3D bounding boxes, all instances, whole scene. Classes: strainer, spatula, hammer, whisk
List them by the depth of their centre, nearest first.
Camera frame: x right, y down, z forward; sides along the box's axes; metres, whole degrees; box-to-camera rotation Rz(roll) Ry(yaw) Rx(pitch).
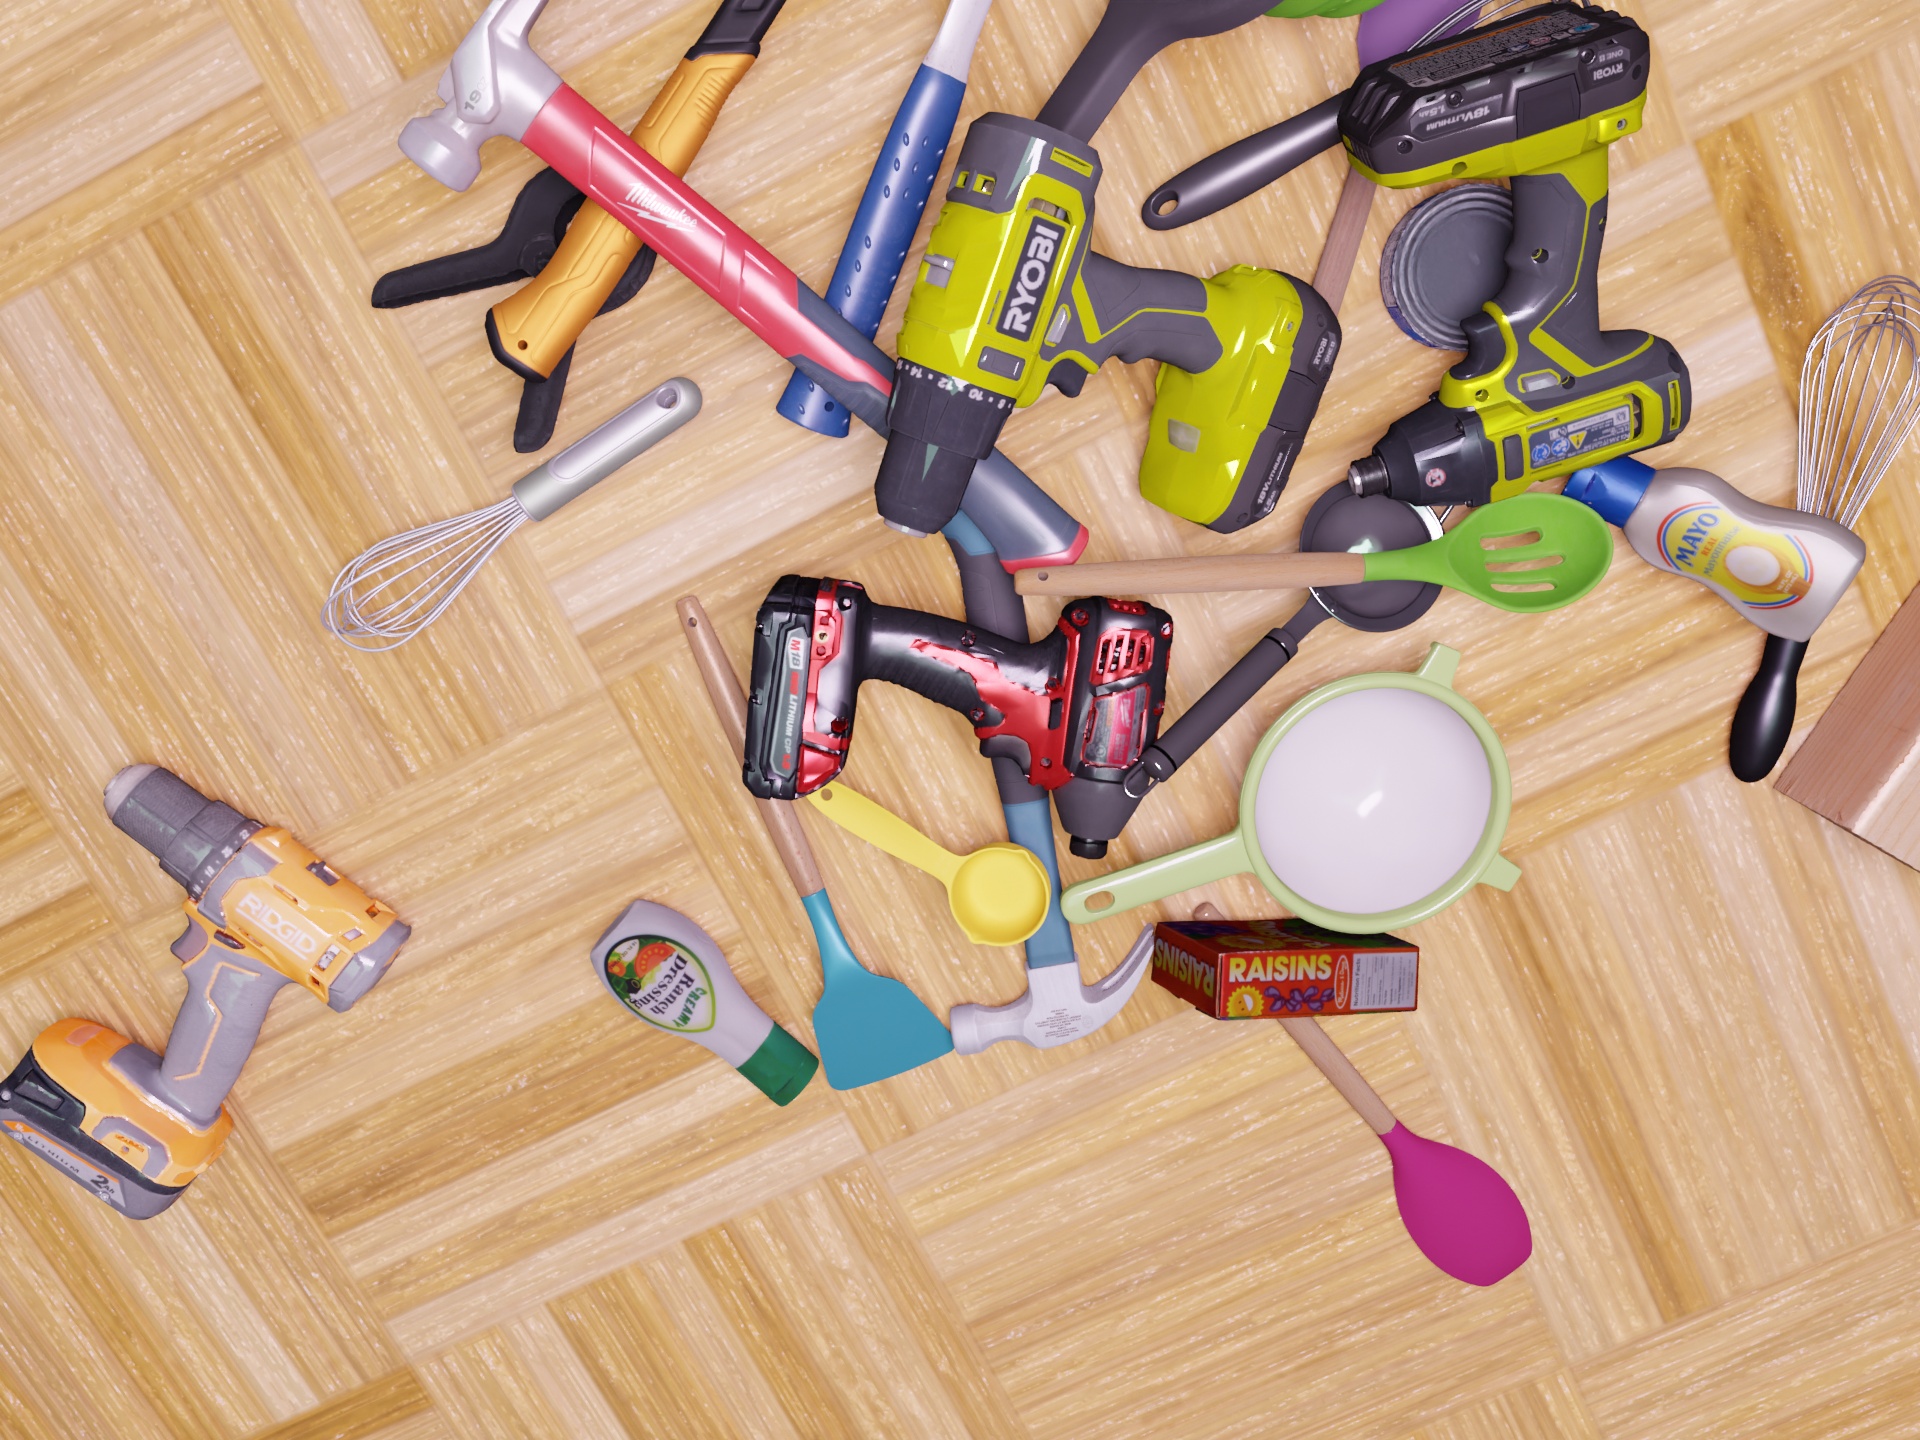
[{"bbox_3d":[-0.075,-0.213,0.795,0.386,0.038,0.143,37,101,-18],"label":"hammer"},{"bbox_3d":[-0.009,-0.337,0.795,0.144,0.035,0.405,10,114,-34],"label":"hammer"},{"bbox_3d":[-0.128,-0.313,0.808,0.127,0.034,0.337,35,94,-10],"label":"hammer"},{"bbox_3d":[0.203,-0.309,0.814,0.239,0.055,0.055,-22,103,18],"label":"whisk"},{"bbox_3d":[0.213,-0.277,0.847,0.060,0.018,0.316,16,102,1],"label":"spatula"},{"bbox_3d":[0.176,-0.046,0.857,0.258,0.050,0.087,-42,93,-16],"label":"strainer"},{"bbox_3d":[0.470,-0.099,0.874,0.070,0.070,0.284,8,108,-2],"label":"whisk"},{"bbox_3d":[-0.246,-0.116,0.875,0.246,0.059,0.058,-33,74,3],"label":"whisk"},{"bbox_3d":[0.177,0.057,0.901,0.256,0.069,0.151,-20,106,5],"label":"strainer"},{"bbox_3d":[0.034,0.032,0.915,0.128,0.033,0.331,-9,103,3],"label":"hammer"},{"bbox_3d":[-0.097,0.075,0.932,0.082,0.044,0.317,-21,98,6],"label":"spatula"}]

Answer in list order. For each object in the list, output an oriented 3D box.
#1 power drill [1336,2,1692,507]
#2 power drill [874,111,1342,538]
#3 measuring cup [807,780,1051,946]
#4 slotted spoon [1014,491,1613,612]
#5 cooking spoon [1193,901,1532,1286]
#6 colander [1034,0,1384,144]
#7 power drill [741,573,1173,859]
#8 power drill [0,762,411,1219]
[{"bbox_3d":[0.264,-0.216,0.785,0.171,0.080,0.223,-17,123,3],"label":"power drill"},{"bbox_3d":[0.068,-0.167,0.784,0.228,0.080,0.190,9,107,-38],"label":"power drill"},{"bbox_3d":[-0.019,0.072,0.902,0.156,0.029,0.062,30,103,7],"label":"measuring cup"},{"bbox_3d":[0.184,-0.081,0.834,0.313,0.031,0.070,-3,68,-4],"label":"slotted spoon"},{"bbox_3d":[0.244,0.229,0.969,0.069,0.017,0.318,-40,100,6],"label":"cooking spoon"},{"bbox_3d":[0.128,-0.348,0.786,0.094,0.205,0.397,19,123,-34],"label":"colander"},{"bbox_3d":[-0.001,-0.003,0.854,0.219,0.078,0.143,6,103,-3],"label":"power drill"},{"bbox_3d":[-0.459,0.151,0.923,0.185,0.084,0.226,39,96,-8],"label":"power drill"}]
